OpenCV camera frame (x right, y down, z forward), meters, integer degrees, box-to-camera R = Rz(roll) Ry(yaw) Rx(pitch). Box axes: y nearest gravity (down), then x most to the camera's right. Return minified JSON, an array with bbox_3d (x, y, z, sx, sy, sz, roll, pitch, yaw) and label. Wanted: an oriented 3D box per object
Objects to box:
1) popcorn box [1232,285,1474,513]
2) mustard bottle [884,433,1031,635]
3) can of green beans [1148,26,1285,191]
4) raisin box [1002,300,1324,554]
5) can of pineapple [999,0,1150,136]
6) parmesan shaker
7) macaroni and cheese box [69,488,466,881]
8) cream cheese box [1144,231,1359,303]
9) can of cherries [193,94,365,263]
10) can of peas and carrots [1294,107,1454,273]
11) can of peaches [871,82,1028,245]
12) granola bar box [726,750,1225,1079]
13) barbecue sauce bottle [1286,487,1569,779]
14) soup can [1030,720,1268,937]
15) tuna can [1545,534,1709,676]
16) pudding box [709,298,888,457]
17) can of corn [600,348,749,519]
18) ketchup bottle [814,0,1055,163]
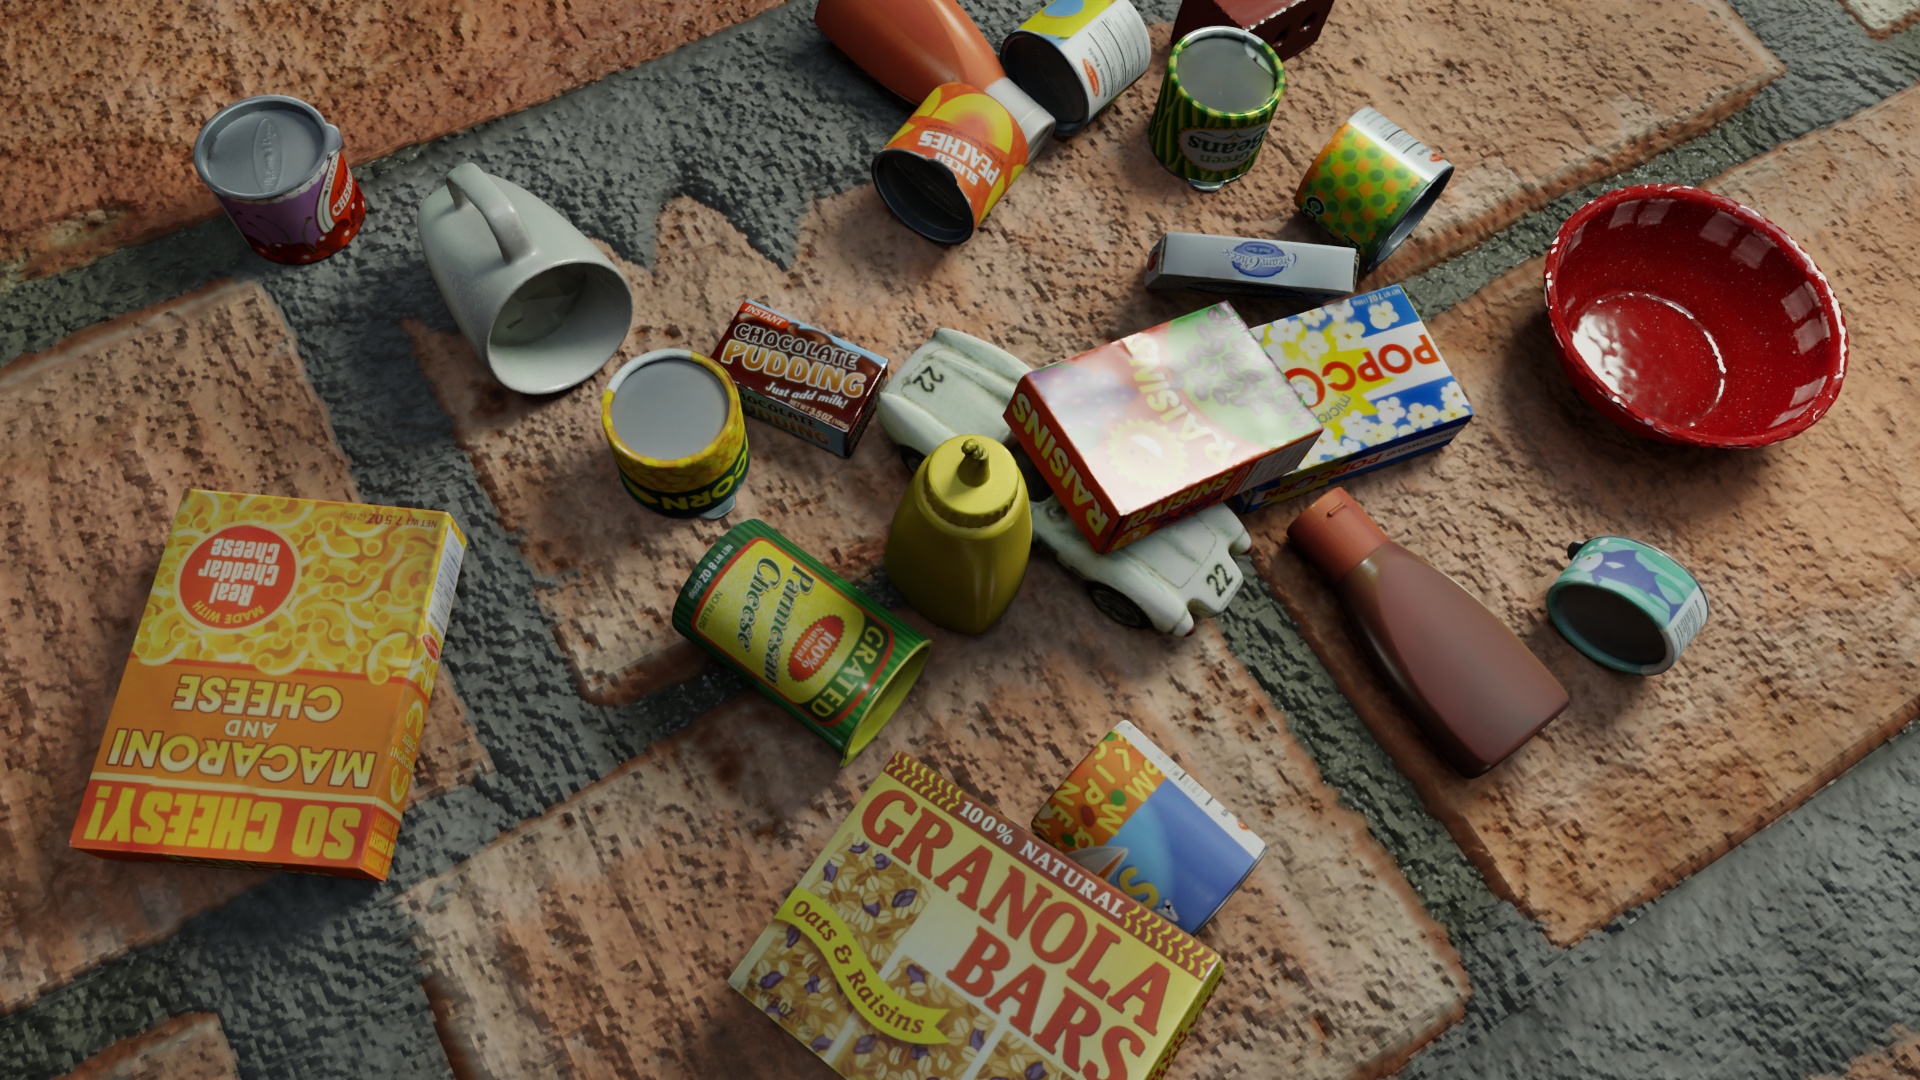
[{"bbox_3d":[0.190,-0.075,0.726,0.127,0.038,0.085,-18,69,-11],"label":"popcorn box"},{"bbox_3d":[0.002,-0.008,0.618,0.065,0.159,0.049,33,68,8],"label":"mustard bottle"},{"bbox_3d":[0.144,-0.246,0.786,0.071,0.057,0.071,1,67,-3],"label":"can of green beans"},{"bbox_3d":[0.095,-0.055,0.655,0.124,0.040,0.086,-23,68,-26],"label":"raisin box"},{"bbox_3d":[0.064,-0.274,0.789,0.071,0.070,0.058,41,70,13],"label":"can of pineapple"},{"bbox_3d":[-0.075,0.046,0.640,0.103,0.071,0.071,34,69,11],"label":"parmesan shaker"},{"bbox_3d":[-0.306,0.064,0.629,0.124,0.040,0.167,5,66,-2],"label":"macaroni and cheese box"},{"bbox_3d":[0.154,-0.146,0.745,0.104,0.053,0.024,5,93,-2],"label":"cream cheese box"},{"bbox_3d":[-0.350,-0.187,0.724,0.071,0.058,0.072,2,66,-3],"label":"can of cherries"},{"bbox_3d":[0.226,-0.193,0.767,0.059,0.070,0.071,42,70,13],"label":"can of peas and carrots"},{"bbox_3d":[-0.004,-0.204,0.750,0.071,0.071,0.058,32,67,9],"label":"can of peaches"},{"bbox_3d":[0.006,0.181,0.573,0.166,0.039,0.124,28,71,28],"label":"granola bar box"},{"bbox_3d":[0.221,0.040,0.677,0.065,0.043,0.149,-33,72,-16],"label":"barbecue sauce bottle"},{"bbox_3d":[0.081,0.133,0.614,0.084,0.071,0.071,42,70,14],"label":"soup can"},{"bbox_3d":[0.321,0.031,0.676,0.071,0.070,0.033,41,71,13],"label":"tuna can"},{"bbox_3d":[-0.084,-0.084,0.714,0.084,0.030,0.050,25,67,6],"label":"pudding box"},{"bbox_3d":[-0.137,-0.050,0.681,0.071,0.058,0.071,1,67,-3],"label":"can of corn"},{"bbox_3d":[-0.012,-0.271,0.786,0.149,0.064,0.044,43,35,6],"label":"ketchup bottle"}]
